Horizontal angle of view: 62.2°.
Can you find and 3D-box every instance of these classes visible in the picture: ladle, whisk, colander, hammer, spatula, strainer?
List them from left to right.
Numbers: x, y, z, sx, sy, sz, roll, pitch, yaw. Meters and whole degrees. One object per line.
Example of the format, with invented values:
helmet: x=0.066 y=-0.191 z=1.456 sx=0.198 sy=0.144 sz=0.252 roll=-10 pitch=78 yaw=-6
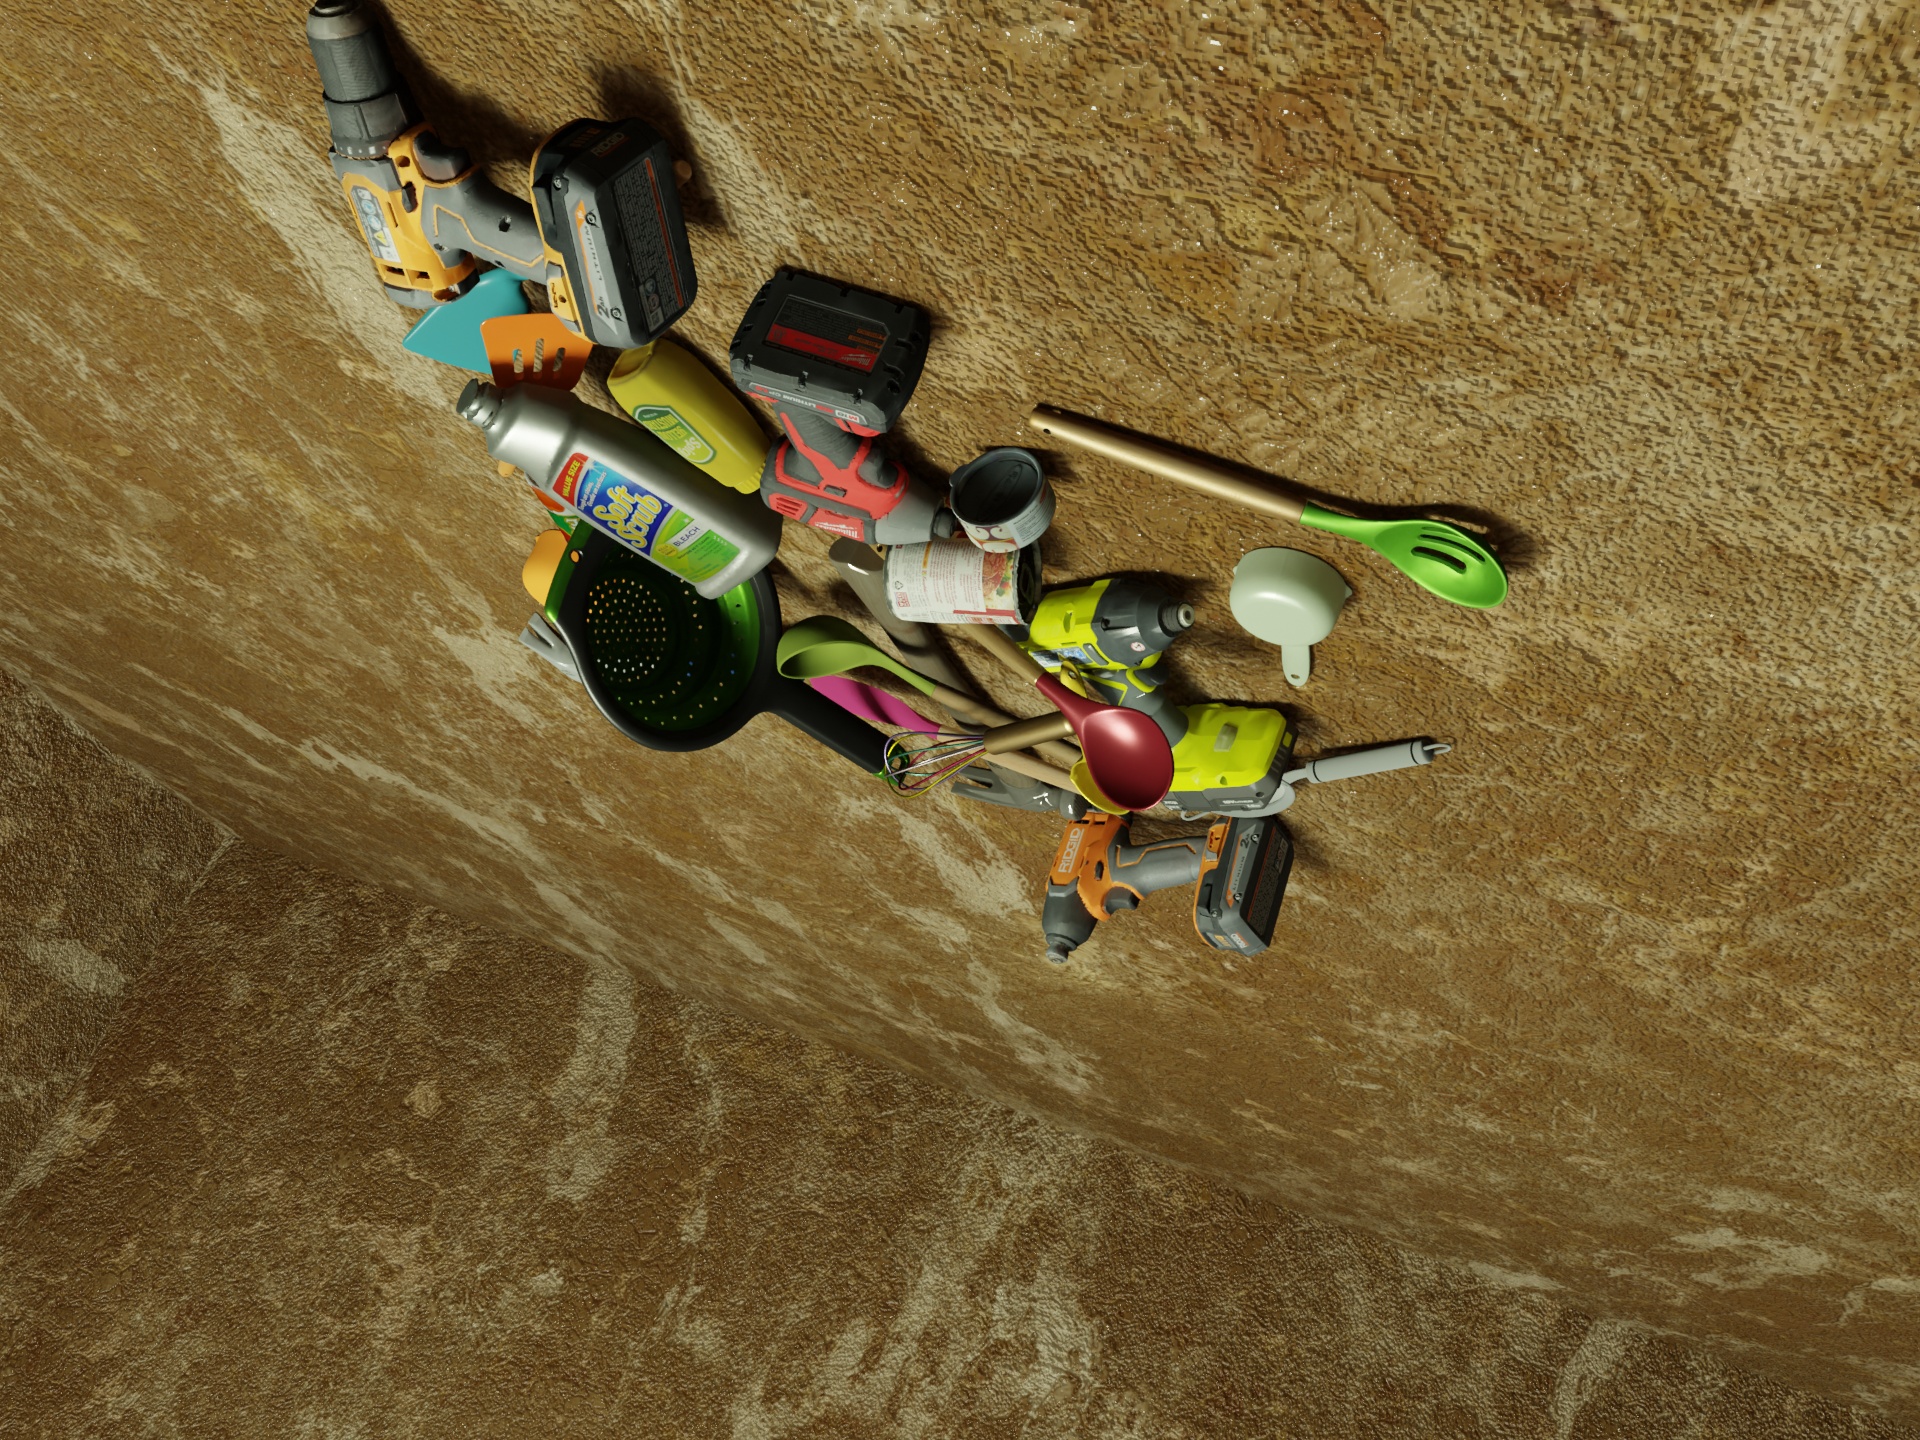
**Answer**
spatula: x=-0.338 y=-0.241 z=1.227 sx=0.081 sy=0.041 sz=0.322 roll=-7 pitch=177 yaw=-21
spatula: x=-0.266 y=-0.297 z=1.046 sx=0.082 sy=0.044 sz=0.317 roll=10 pitch=168 yaw=-40
hammer: x=-0.293 y=-0.057 z=1.571 sx=0.406 sy=0.035 sz=0.143 roll=2 pitch=149 yaw=48
colander: x=-0.201 y=-0.040 z=1.359 sx=0.094 sy=0.205 sz=0.396 roll=-1 pitch=153 yaw=45
hammer: x=-0.018 y=-0.030 z=1.410 sx=0.146 sy=0.038 sz=0.410 roll=9 pitch=153 yaw=32
ladle: x=-0.002 y=-0.004 z=1.318 sx=0.320 sy=0.062 sz=0.078 roll=25 pitch=162 yaw=3
whisk: x=0.014 y=0.025 z=1.280 sx=0.051 sy=0.047 sz=0.245 roll=34 pitch=150 yaw=-28
ladle: x=0.041 y=-0.046 z=1.186 sx=0.316 sy=0.069 sz=0.031 roll=41 pitch=-157 yaw=21
strainer: x=0.282 y=0.041 z=1.284 sx=0.086 sy=0.050 sz=0.258 roll=30 pitch=151 yaw=-34

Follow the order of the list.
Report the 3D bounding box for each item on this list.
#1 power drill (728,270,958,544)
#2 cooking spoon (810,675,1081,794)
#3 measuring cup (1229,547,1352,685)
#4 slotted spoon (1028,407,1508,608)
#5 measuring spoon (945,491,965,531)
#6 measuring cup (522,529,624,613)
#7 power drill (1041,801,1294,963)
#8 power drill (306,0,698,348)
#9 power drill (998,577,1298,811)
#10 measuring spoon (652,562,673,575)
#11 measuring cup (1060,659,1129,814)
power drill: x=-0.073 y=-0.191 z=1.064 sx=0.143 sy=0.079 sz=0.219 roll=19 pitch=160 yaw=9
cooking spoon: x=0.005 y=0.019 z=1.423 sx=0.319 sy=0.017 sz=0.068 roll=20 pitch=158 yaw=16
measuring cup: x=0.229 y=-0.058 z=1.116 sx=0.083 sy=0.038 sz=0.167 roll=13 pitch=153 yaw=21
slotted spoon: x=0.190 y=-0.140 z=0.991 sx=0.314 sy=0.031 sz=0.070 roll=21 pitch=157 yaw=9
measuring spoon: x=0.003 y=-0.141 z=1.186 sx=0.021 sy=0.011 sz=0.116 roll=7 pitch=158 yaw=8
measuring cup: x=-0.356 y=-0.145 z=1.446 sx=0.095 sy=0.052 sz=0.173 roll=24 pitch=159 yaw=-3
power drill: x=0.179 y=0.157 z=1.474 sx=0.226 sy=0.164 sz=0.084 roll=0 pitch=148 yaw=38
power drill: x=-0.278 y=-0.321 z=0.936 sx=0.226 sy=0.084 sz=0.185 roll=18 pitch=140 yaw=23
power drill: x=0.154 y=-0.022 z=1.221 sx=0.171 sy=0.080 sz=0.223 roll=-4 pitch=142 yaw=48
measuring spoon: x=-0.286 y=-0.174 z=1.375 sx=0.128 sy=0.021 sz=0.042 roll=43 pitch=153 yaw=-21
measuring cup: x=0.105 y=0.008 z=1.225 sx=0.062 sy=0.029 sz=0.156 roll=16 pitch=140 yaw=37
